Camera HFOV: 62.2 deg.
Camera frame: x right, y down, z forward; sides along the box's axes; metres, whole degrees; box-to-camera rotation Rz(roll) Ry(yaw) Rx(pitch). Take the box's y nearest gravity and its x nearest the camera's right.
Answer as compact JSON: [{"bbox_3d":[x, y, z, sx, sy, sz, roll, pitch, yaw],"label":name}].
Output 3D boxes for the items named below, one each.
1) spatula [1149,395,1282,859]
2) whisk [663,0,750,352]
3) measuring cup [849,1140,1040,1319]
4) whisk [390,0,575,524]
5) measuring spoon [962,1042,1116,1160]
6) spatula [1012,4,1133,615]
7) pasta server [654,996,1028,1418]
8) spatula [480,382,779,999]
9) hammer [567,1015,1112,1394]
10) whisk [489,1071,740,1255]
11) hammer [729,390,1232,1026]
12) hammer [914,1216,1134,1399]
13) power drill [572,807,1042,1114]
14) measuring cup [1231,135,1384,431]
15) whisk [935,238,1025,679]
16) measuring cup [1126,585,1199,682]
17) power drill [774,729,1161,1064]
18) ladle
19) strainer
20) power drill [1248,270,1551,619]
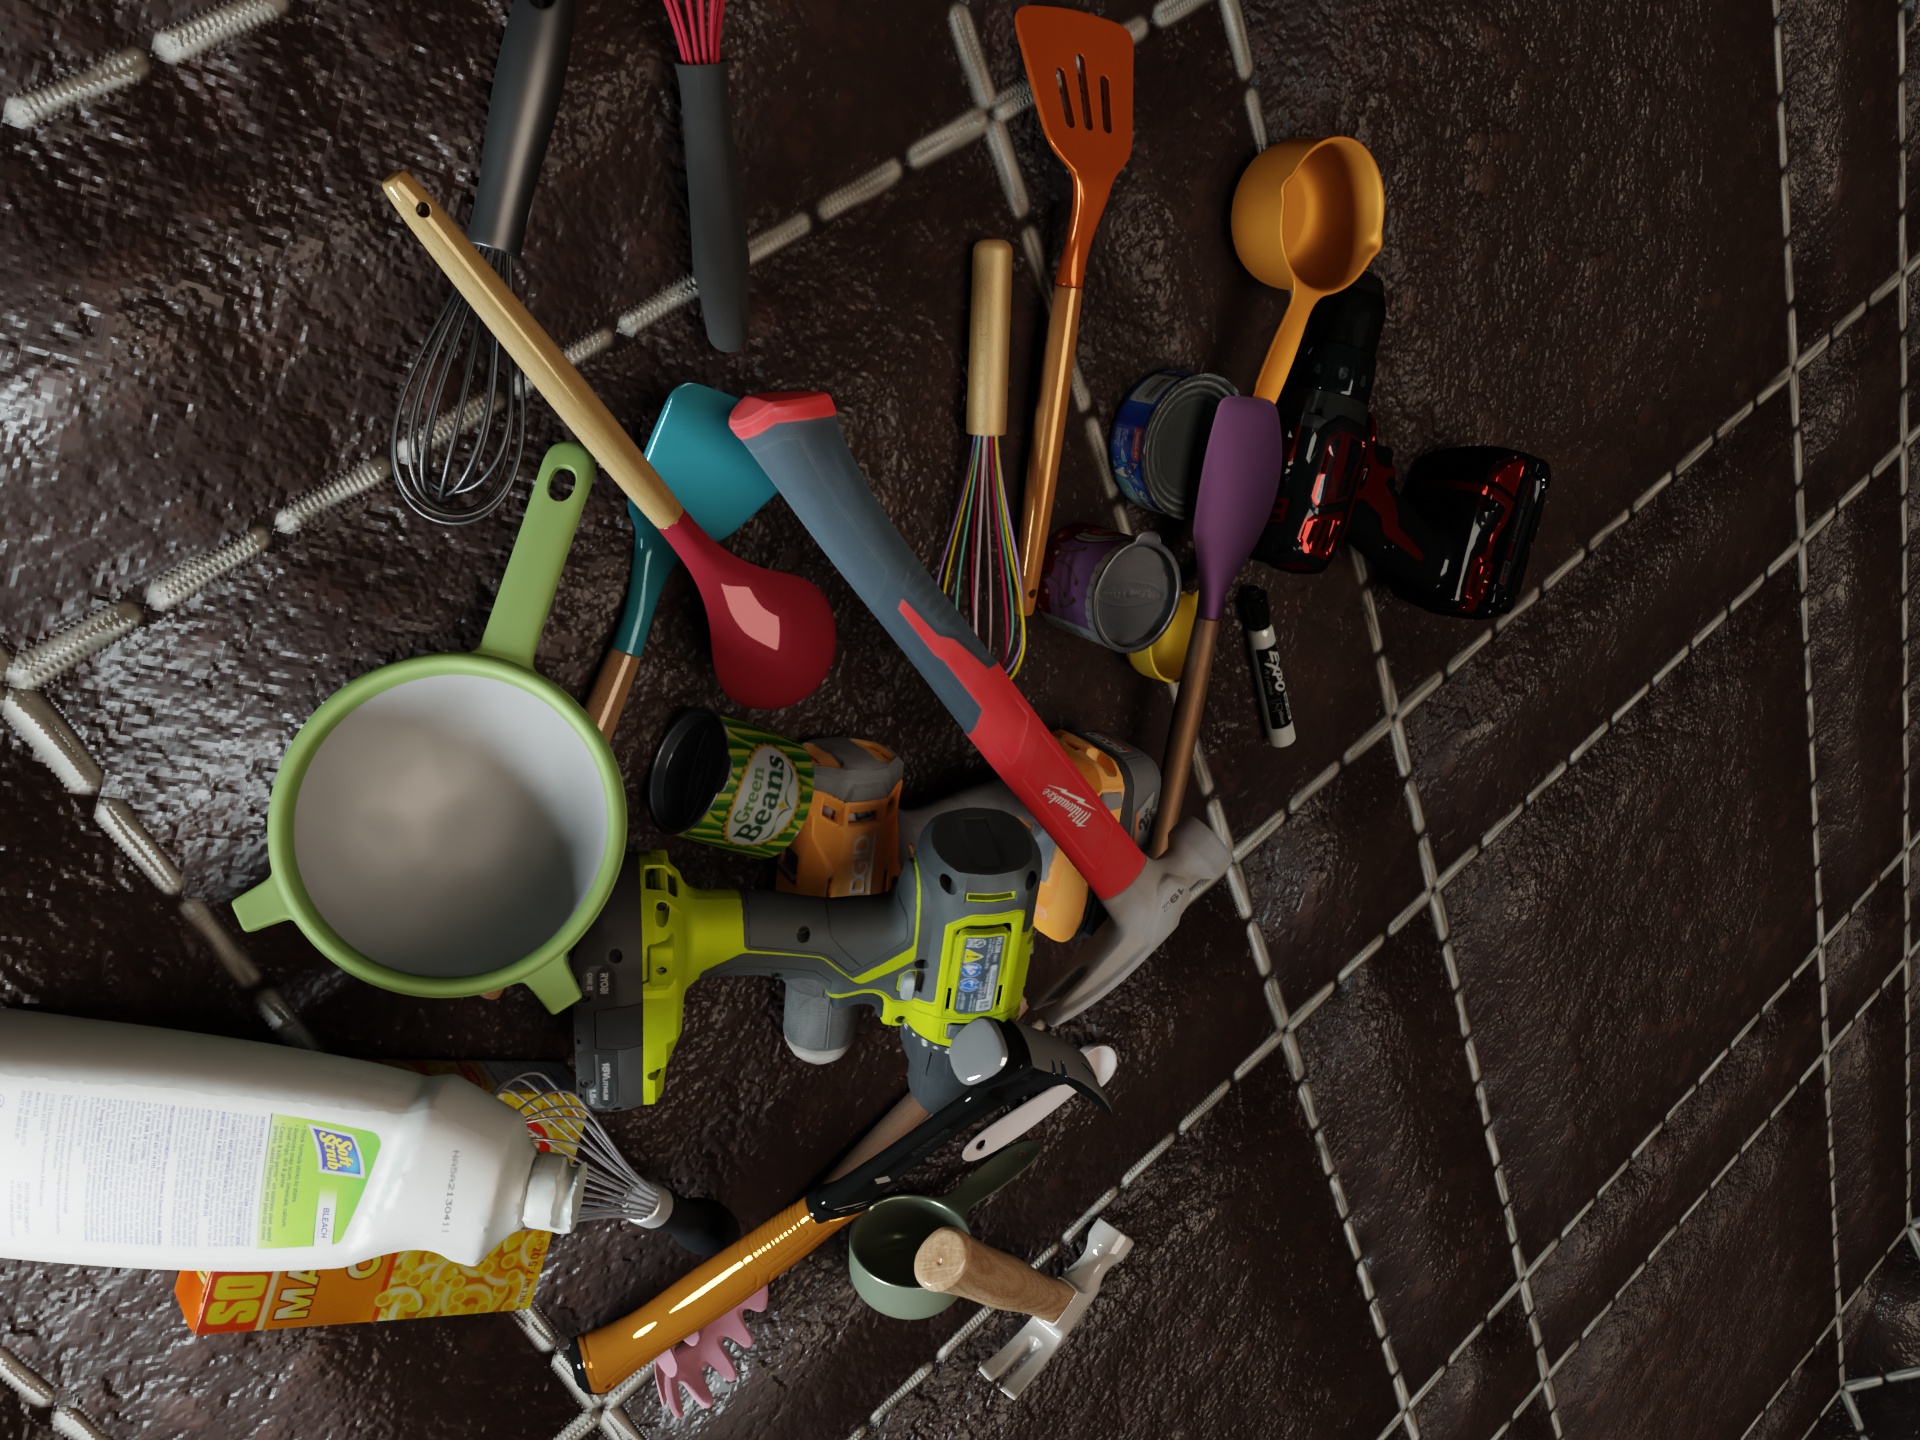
[{"bbox_3d":[0.147,-0.038,0.968,0.059,0.018,0.315,0,109,-31],"label":"spatula"},{"bbox_3d":[-0.114,-0.306,0.688,0.073,0.073,0.295,-21,124,-30],"label":"whisk"},{"bbox_3d":[-0.003,0.319,1.010,0.167,0.083,0.038,-24,130,-47],"label":"measuring cup"},{"bbox_3d":[-0.195,-0.200,0.674,0.055,0.055,0.239,9,97,-39],"label":"whisk"},{"bbox_3d":[0.050,0.251,1.054,0.124,0.018,0.034,-30,123,-17],"label":"measuring spoon"},{"bbox_3d":[0.051,-0.215,0.873,0.081,0.041,0.322,-8,115,-36],"label":"spatula"},{"bbox_3d":[-0.066,0.281,0.957,0.316,0.040,0.060,-42,139,-19],"label":"pasta server"},{"bbox_3d":[-0.168,-0.007,0.768,0.082,0.044,0.317,19,96,-42],"label":"spatula"},{"bbox_3d":[-0.076,0.267,0.848,0.337,0.034,0.127,-37,144,15],"label":"hammer"},{"bbox_3d":[-0.171,0.239,0.803,0.070,0.070,0.284,-51,151,-11],"label":"whisk"},{"bbox_3d":[-0.001,-0.003,0.811,0.143,0.038,0.386,-44,121,-8],"label":"hammer"},{"bbox_3d":[0.033,0.352,0.984,0.130,0.031,0.331,-54,153,-10],"label":"hammer"},{"bbox_3d":[-0.078,0.136,0.805,0.228,0.080,0.190,-1,127,-13],"label":"power drill"},{"bbox_3d":[0.187,-0.258,0.942,0.095,0.052,0.173,13,100,-40],"label":"measuring cup"},{"bbox_3d":[0.017,-0.133,0.864,0.051,0.047,0.245,-9,108,-34],"label":"whisk"},{"bbox_3d":[0.149,-0.092,0.998,0.156,0.029,0.062,-58,134,-21],"label":"measuring cup"},{"bbox_3d":[-0.003,0.097,0.912,0.226,0.084,0.185,-5,111,-32],"label":"power drill"},{"bbox_3d":[-0.143,-0.109,0.704,0.069,0.031,0.315,-46,130,-12],"label":"ladle"},{"bbox_3d":[-0.212,-0.002,0.727,0.151,0.069,0.256,16,78,-5],"label":"strainer"},{"bbox_3d":[0.283,-0.170,1.031,0.226,0.080,0.188,14,92,-37],"label":"power drill"}]
